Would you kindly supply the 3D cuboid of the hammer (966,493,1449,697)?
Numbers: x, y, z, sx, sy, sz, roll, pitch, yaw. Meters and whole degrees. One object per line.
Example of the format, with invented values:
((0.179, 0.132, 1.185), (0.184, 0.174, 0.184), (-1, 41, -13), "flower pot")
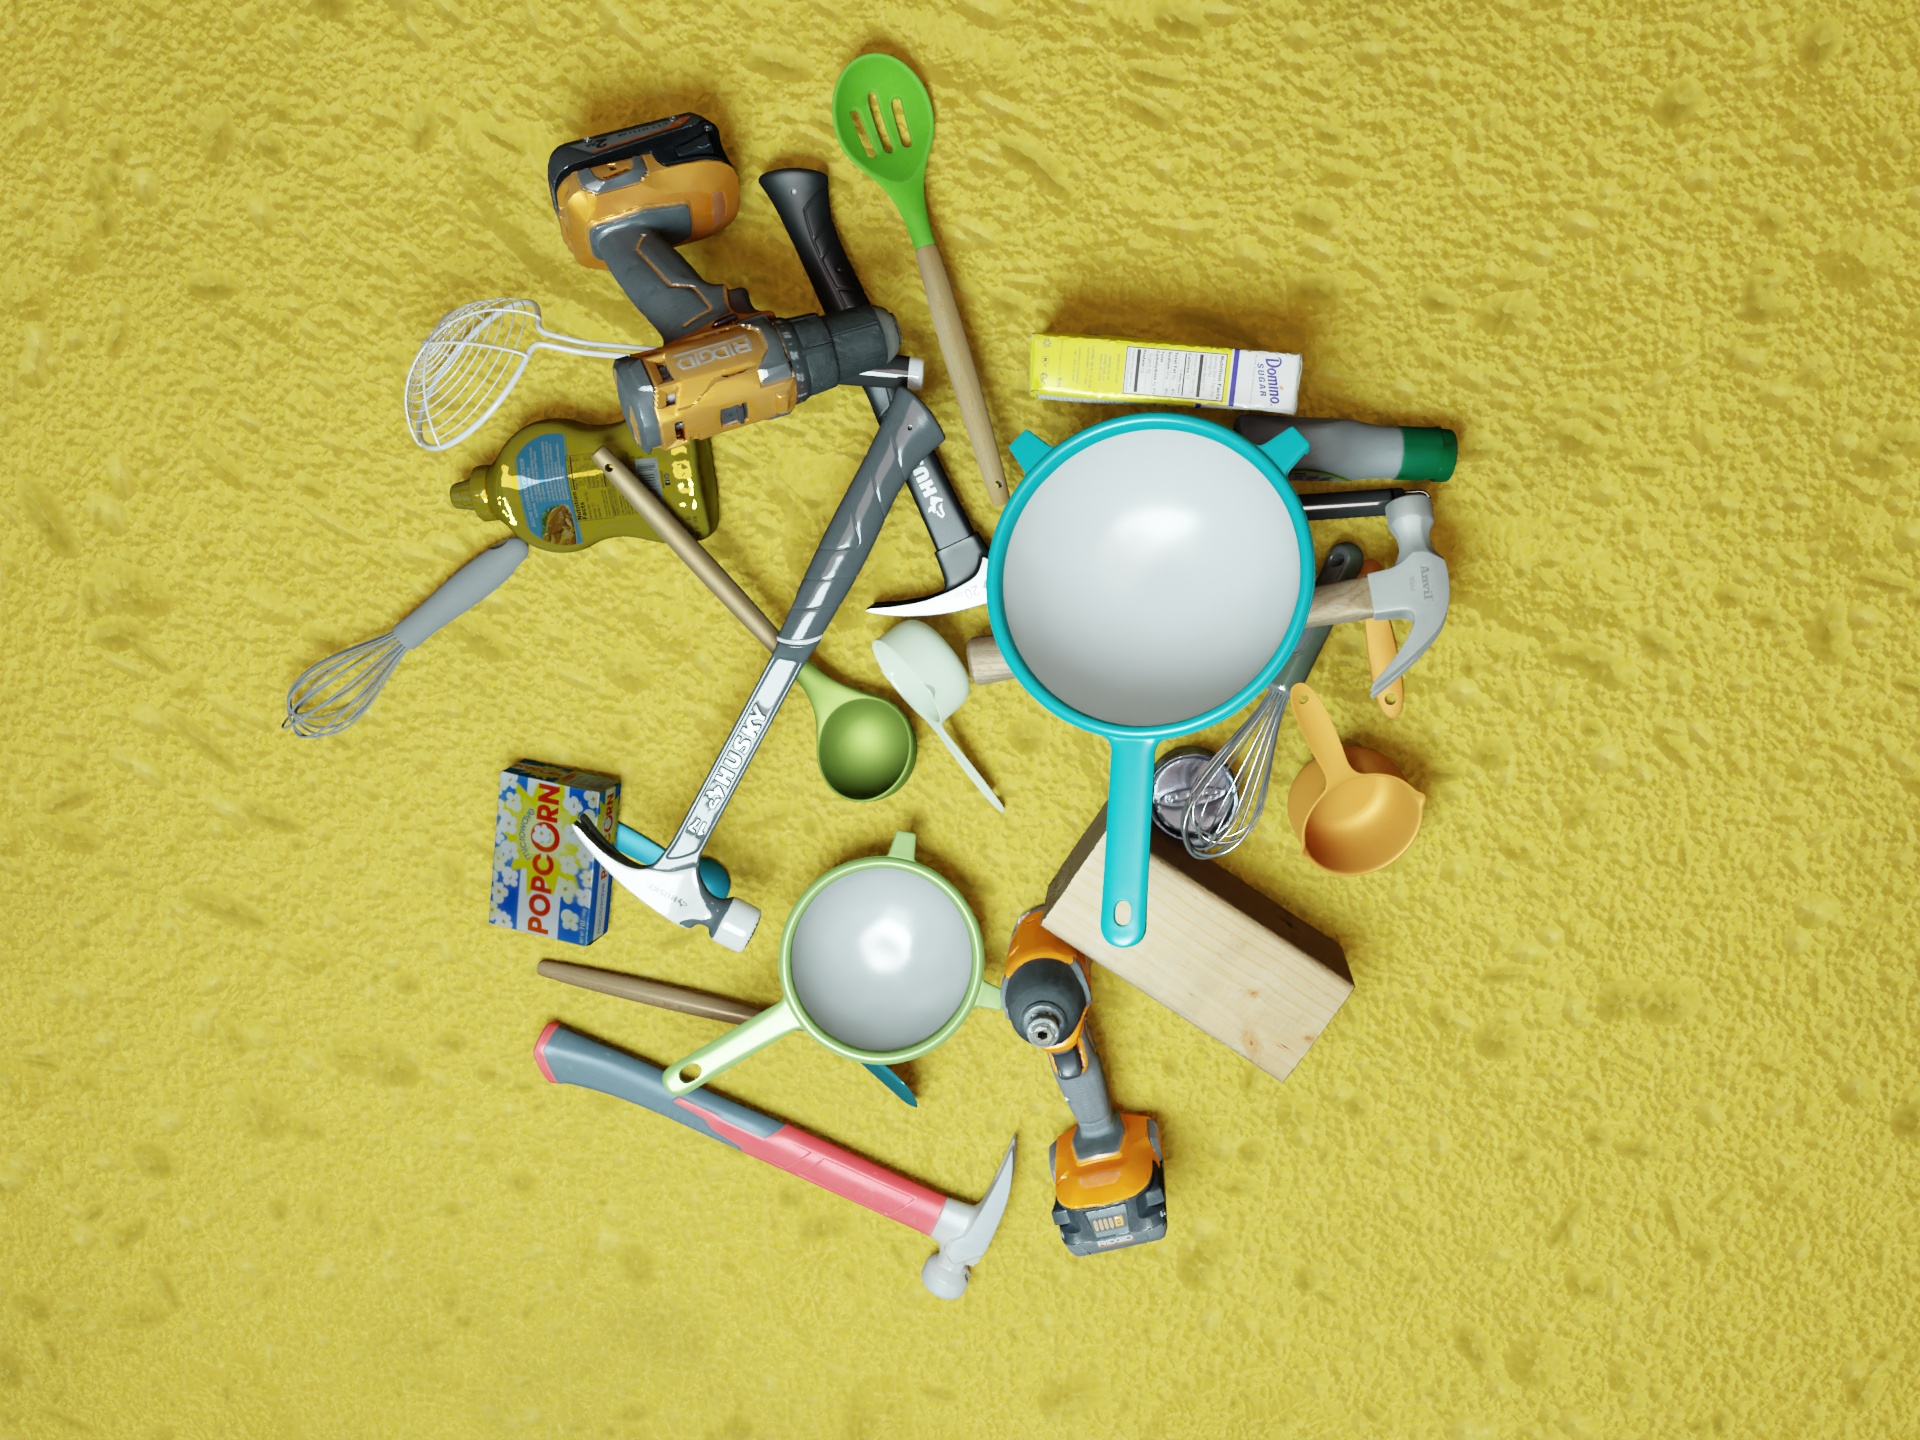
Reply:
((0.167, -0.064, 1.098), (0.331, 0.031, 0.130), (-9, 73, 13), "hammer")

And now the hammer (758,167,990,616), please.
((-0.058, -0.231, 1.122), (0.146, 0.035, 0.334), (-24, 98, 10), "hammer")

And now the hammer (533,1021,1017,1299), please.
((-0.148, 0.314, 1.244), (0.386, 0.038, 0.143), (24, 106, 2), "hammer")

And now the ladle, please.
((-0.147, -0.068, 1.127), (0.078, 0.062, 0.320), (-38, 107, 13), "ladle")

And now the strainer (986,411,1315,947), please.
((0.125, -0.024, 1.039), (0.211, 0.095, 0.340), (3, 86, 18), "strainer")

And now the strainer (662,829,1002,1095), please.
((-0.104, 0.203, 1.184), (0.256, 0.069, 0.151), (-30, 88, -3), "strainer")

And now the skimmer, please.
((-0.207, -0.233, 1.106), (0.363, 0.127, 0.090), (4, 147, 0), "skimmer")

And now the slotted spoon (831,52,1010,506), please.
((-0.018, -0.298, 1.089), (0.070, 0.031, 0.314), (-18, 93, -9), "slotted spoon")

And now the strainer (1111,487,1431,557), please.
((0.197, -0.147, 1.109), (0.258, 0.050, 0.087), (-3, 87, 4), "strainer")

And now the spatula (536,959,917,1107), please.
((-0.182, 0.235, 1.229), (0.317, 0.082, 0.044), (12, 67, 8), "spatula")

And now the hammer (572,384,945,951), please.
((-0.125, -0.043, 1.101), (0.149, 0.036, 0.409), (28, 100, -5), "hammer")

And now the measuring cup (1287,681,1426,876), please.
((0.257, 0.030, 1.105), (0.095, 0.052, 0.173), (-27, 119, 7), "measuring cup")

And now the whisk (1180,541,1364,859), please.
((0.219, -0.014, 1.109), (0.059, 0.058, 0.246), (28, 88, -39), "whisk")

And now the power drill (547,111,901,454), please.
((-0.158, -0.291, 1.045), (0.185, 0.084, 0.226), (-20, 67, -14), "power drill")

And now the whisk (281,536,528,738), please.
((-0.418, -0.063, 1.196), (0.239, 0.055, 0.055), (-36, 96, 9), "whisk")

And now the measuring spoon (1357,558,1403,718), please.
((0.298, -0.057, 1.129), (0.021, 0.011, 0.117), (-11, 100, 9), "measuring spoon")

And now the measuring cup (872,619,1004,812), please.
((-0.002, -0.004, 1.158), (0.038, 0.083, 0.167), (-41, 115, -13), "measuring cup")

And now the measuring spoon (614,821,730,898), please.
((-0.238, 0.107, 1.221), (0.128, 0.021, 0.042), (29, 104, 0), "measuring spoon")

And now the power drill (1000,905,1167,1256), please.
((0.085, 0.264, 1.146), (0.084, 0.164, 0.226), (-15, 102, 9), "power drill")
